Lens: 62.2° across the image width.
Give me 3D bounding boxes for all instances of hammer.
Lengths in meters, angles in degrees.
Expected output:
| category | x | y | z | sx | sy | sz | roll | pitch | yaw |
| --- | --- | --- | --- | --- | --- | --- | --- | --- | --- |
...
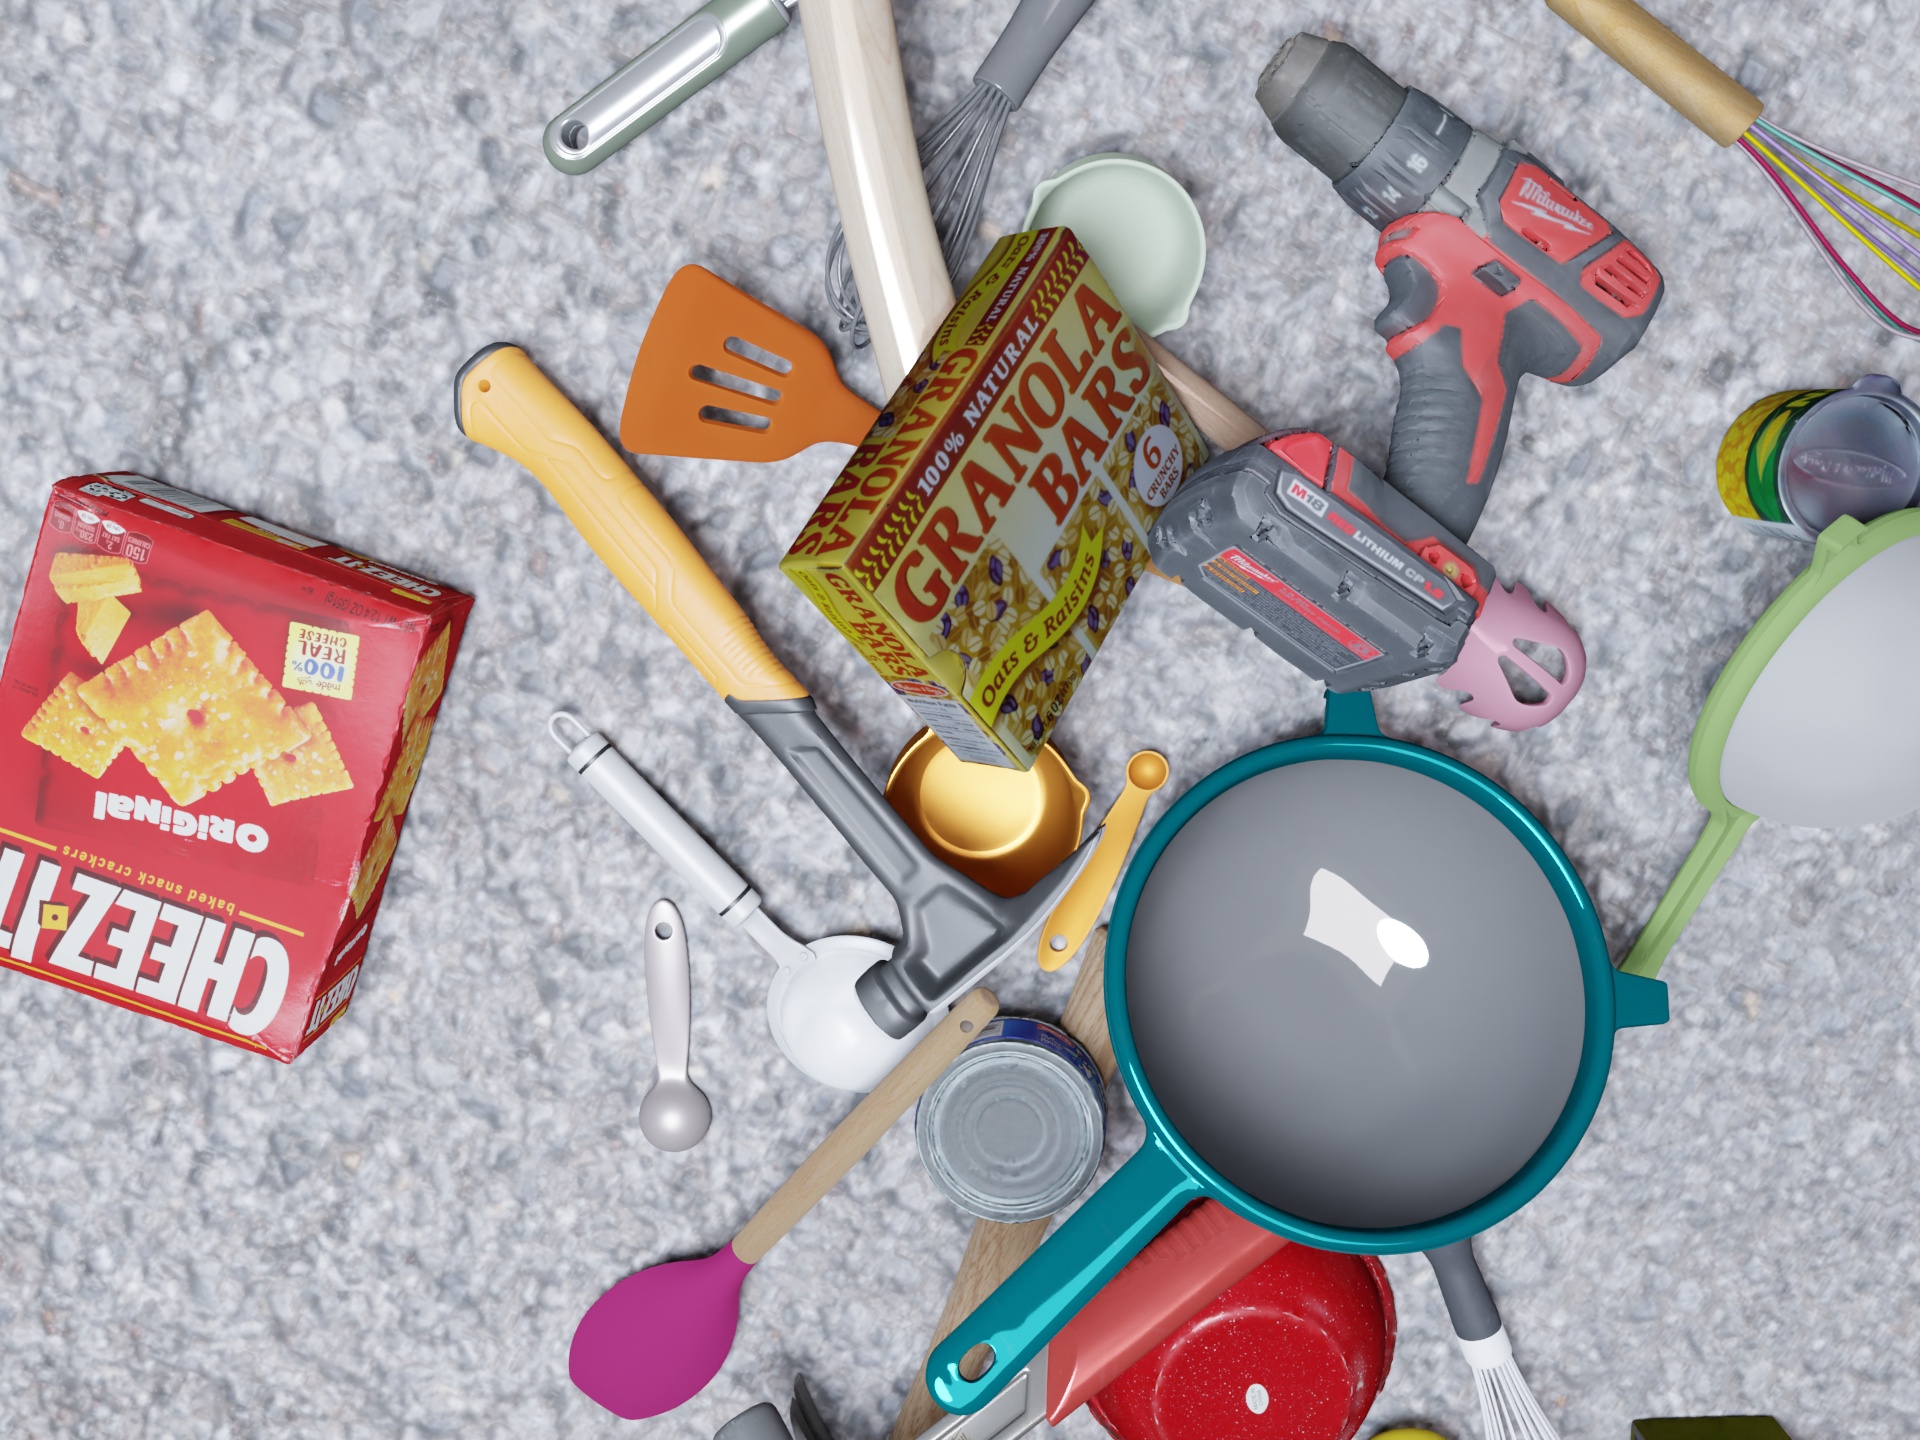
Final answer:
| category | x | y | z | sx | sy | sz | roll | pitch | yaw |
| --- | --- | --- | --- | --- | --- | --- | --- | --- | --- |
| hammer | 0.076 | 0.273 | 0.700 | 0.359 | 0.036 | 0.149 | -34 | 64 | -10 |
| hammer | -0.089 | -0.031 | 0.665 | 0.127 | 0.034 | 0.337 | -42 | 86 | 15 |
| hammer | -0.050 | -0.258 | 0.591 | 0.146 | 0.038 | 0.410 | -15 | 106 | -10 |
| hammer | 0.017 | 0.250 | 0.755 | 0.130 | 0.031 | 0.331 | 20 | 99 | -5 |

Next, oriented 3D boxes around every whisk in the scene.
| category | x | y | z | sx | sy | sz | roll | pitch | yaw |
| --- | --- | --- | --- | --- | --- | --- | --- | --- | --- |
| whisk | 0.344 | -0.235 | 0.666 | 0.245 | 0.051 | 0.047 | 37 | 77 | -3 |
| whisk | 0.262 | 0.326 | 0.762 | 0.070 | 0.070 | 0.284 | -21 | 95 | 4 |
| whisk | 0.017 | -0.258 | 0.655 | 0.055 | 0.055 | 0.239 | 33 | 94 | -6 |
| whisk | -0.070 | -0.298 | 0.644 | 0.246 | 0.059 | 0.058 | -32 | 97 | 10 |

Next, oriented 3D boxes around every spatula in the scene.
| category | x | y | z | sx | sy | sz | roll | pitch | yaw |
| --- | --- | --- | --- | --- | --- | --- | --- | --- | --- |
| spatula | 0.019 | -0.096 | 0.677 | 0.322 | 0.041 | 0.081 | 22 | 109 | -9 |

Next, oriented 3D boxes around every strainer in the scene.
| category | x | y | z | sx | sy | sz | roll | pitch | yaw |
| --- | --- | --- | --- | --- | --- | --- | --- | --- | --- |
| strainer | 0.115 | 0.159 | 0.677 | 0.340 | 0.095 | 0.211 | -42 | 81 | -11 |
| strainer | 0.361 | 0.038 | 0.673 | 0.151 | 0.069 | 0.256 | 1 | 121 | -38 |
| strainer | -0.096 | 0.092 | 0.722 | 0.087 | 0.050 | 0.258 | -42 | 95 | 21 |

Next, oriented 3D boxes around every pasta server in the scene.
| category | x | y | z | sx | sy | sz | roll | pitch | yaw |
| --- | --- | --- | --- | --- | --- | --- | --- | --- | --- |
| pasta server | 0.149 | -0.095 | 0.675 | 0.316 | 0.040 | 0.060 | 36 | 98 | -11 |

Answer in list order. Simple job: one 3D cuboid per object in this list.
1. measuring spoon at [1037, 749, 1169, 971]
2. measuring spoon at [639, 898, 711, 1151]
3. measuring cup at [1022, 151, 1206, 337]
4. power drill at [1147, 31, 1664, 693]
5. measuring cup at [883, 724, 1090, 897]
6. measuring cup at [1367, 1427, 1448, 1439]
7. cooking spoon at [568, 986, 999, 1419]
| category | x | y | z | sx | sy | sz | roll | pitch | yaw |
| --- | --- | --- | --- | --- | --- | --- | --- | --- | --- |
| measuring spoon | 0.064 | 0.065 | 0.733 | 0.021 | 0.011 | 0.117 | 24 | 103 | -5 |
| measuring spoon | -0.137 | 0.145 | 0.741 | 0.034 | 0.018 | 0.124 | -1 | 100 | 0 |
| measuring cup | 0.033 | -0.168 | 0.679 | 0.083 | 0.038 | 0.167 | 38 | 116 | -17 |
| power drill | 0.161 | -0.146 | 0.626 | 0.188 | 0.080 | 0.227 | 34 | 73 | -10 |
| measuring cup | -0.001 | -0.002 | 0.698 | 0.095 | 0.052 | 0.173 | -14 | 98 | 3 |
| measuring cup | 0.174 | 0.386 | 0.787 | 0.156 | 0.029 | 0.062 | -21 | 119 | 16 |
| cooking spoon | -0.084 | 0.226 | 0.722 | 0.068 | 0.017 | 0.319 | 38 | 113 | -6 |
